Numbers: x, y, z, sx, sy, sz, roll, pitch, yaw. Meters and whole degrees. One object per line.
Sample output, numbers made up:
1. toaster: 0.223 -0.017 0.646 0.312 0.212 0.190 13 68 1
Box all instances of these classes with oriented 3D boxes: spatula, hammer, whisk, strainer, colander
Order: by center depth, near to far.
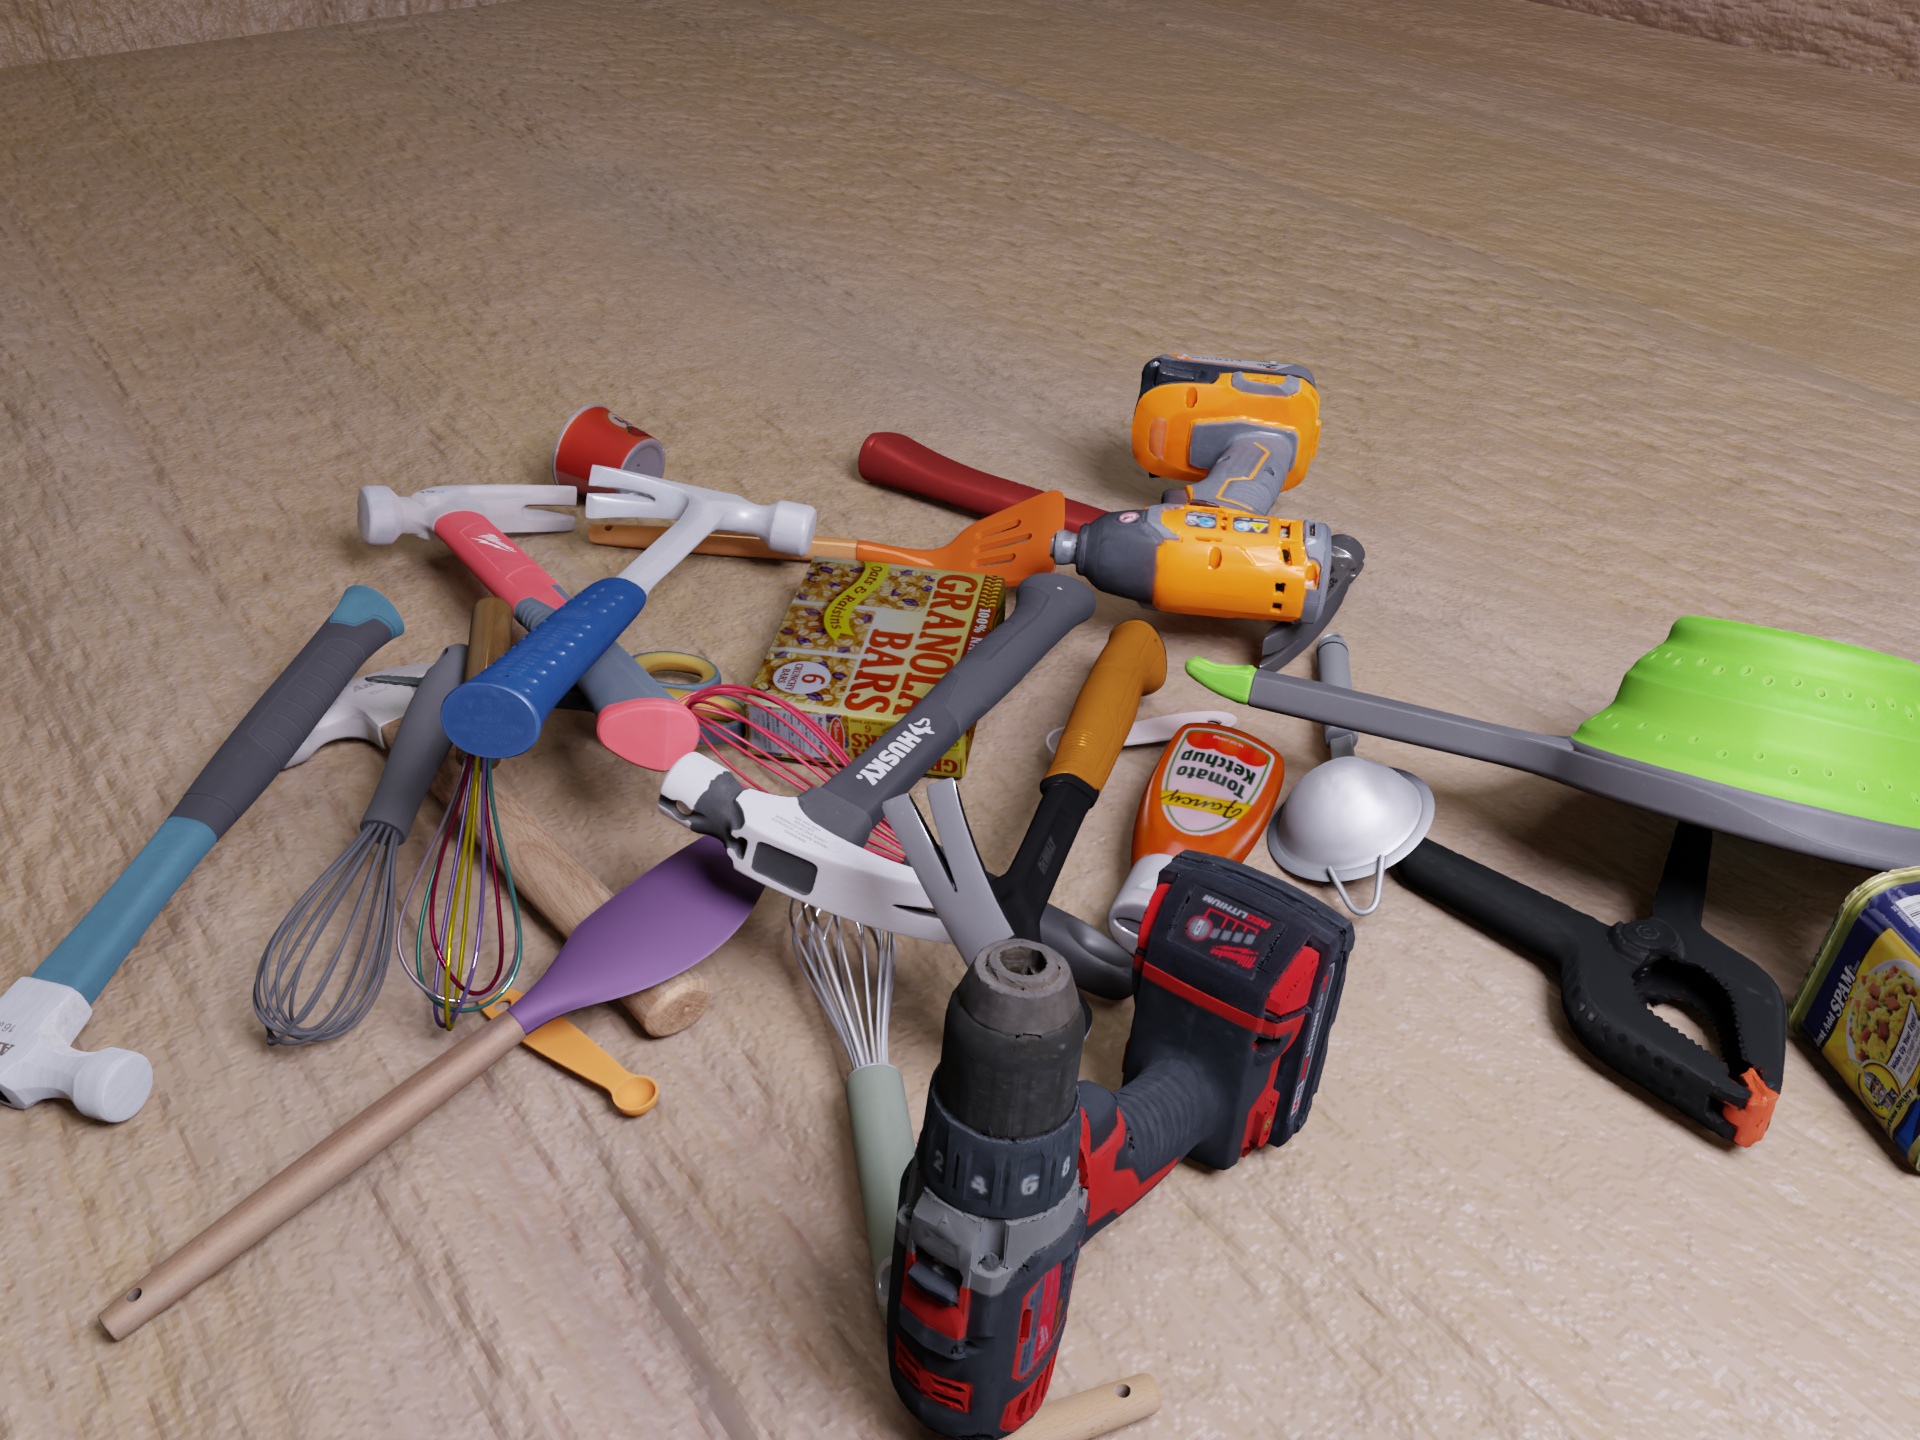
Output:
1. spatula: -0.207 0.145 0.669 0.060 0.018 0.316 33 54 31
2. whisk: -0.038 0.149 0.680 0.058 0.059 0.247 -34 38 15
3. whisk: -0.232 0.034 0.764 0.051 0.047 0.245 -15 53 11
4. whisk: -0.277 0.051 0.766 0.055 0.055 0.239 5 50 6
5. hammer: 0.054 0.018 0.777 0.034 0.127 0.337 -22 16 25
6. colander: 0.313 -0.015 0.783 0.397 0.094 0.204 14 8 12
7. hammer: -0.372 0.045 0.788 0.128 0.033 0.331 8 45 13
8. whisk: -0.038 0.059 0.792 0.296 0.073 0.073 29 44 24
9. hammer: -0.231 0.055 0.814 0.130 0.031 0.332 -27 44 -32
10. hammer: -0.001 -0.003 0.820 0.146 0.035 0.335 27 34 13
11. hammer: -0.183 -0.071 0.847 0.144 0.035 0.406 12 21 1
12. strainer: 0.207 0.010 0.873 0.087 0.050 0.259 -16 26 18
13. hammer: -0.229 -0.068 0.921 0.143 0.038 0.387 -7 27 -33
14. spatula: -0.092 -0.120 1.051 0.322 0.041 0.081 4 54 8
15. hammer: 0.079 -0.127 1.068 0.359 0.036 0.149 21 41 26

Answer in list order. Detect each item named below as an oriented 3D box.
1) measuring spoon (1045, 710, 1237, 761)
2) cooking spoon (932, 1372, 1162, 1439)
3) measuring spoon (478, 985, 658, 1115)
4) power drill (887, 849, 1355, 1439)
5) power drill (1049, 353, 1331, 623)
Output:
1. measuring spoon: 0.103 0.012 0.897 0.124 0.018 0.034 -9 36 -25
2. cooking spoon: -0.079 0.272 0.525 0.319 0.017 0.069 -12 29 -16
3. measuring spoon: -0.176 0.147 0.708 0.117 0.011 0.021 22 41 33
4. power drill: 0.058 0.127 0.578 0.080 0.187 0.226 23 33 30
5. power drill: 0.148 -0.147 1.002 0.164 0.084 0.227 6 40 7
